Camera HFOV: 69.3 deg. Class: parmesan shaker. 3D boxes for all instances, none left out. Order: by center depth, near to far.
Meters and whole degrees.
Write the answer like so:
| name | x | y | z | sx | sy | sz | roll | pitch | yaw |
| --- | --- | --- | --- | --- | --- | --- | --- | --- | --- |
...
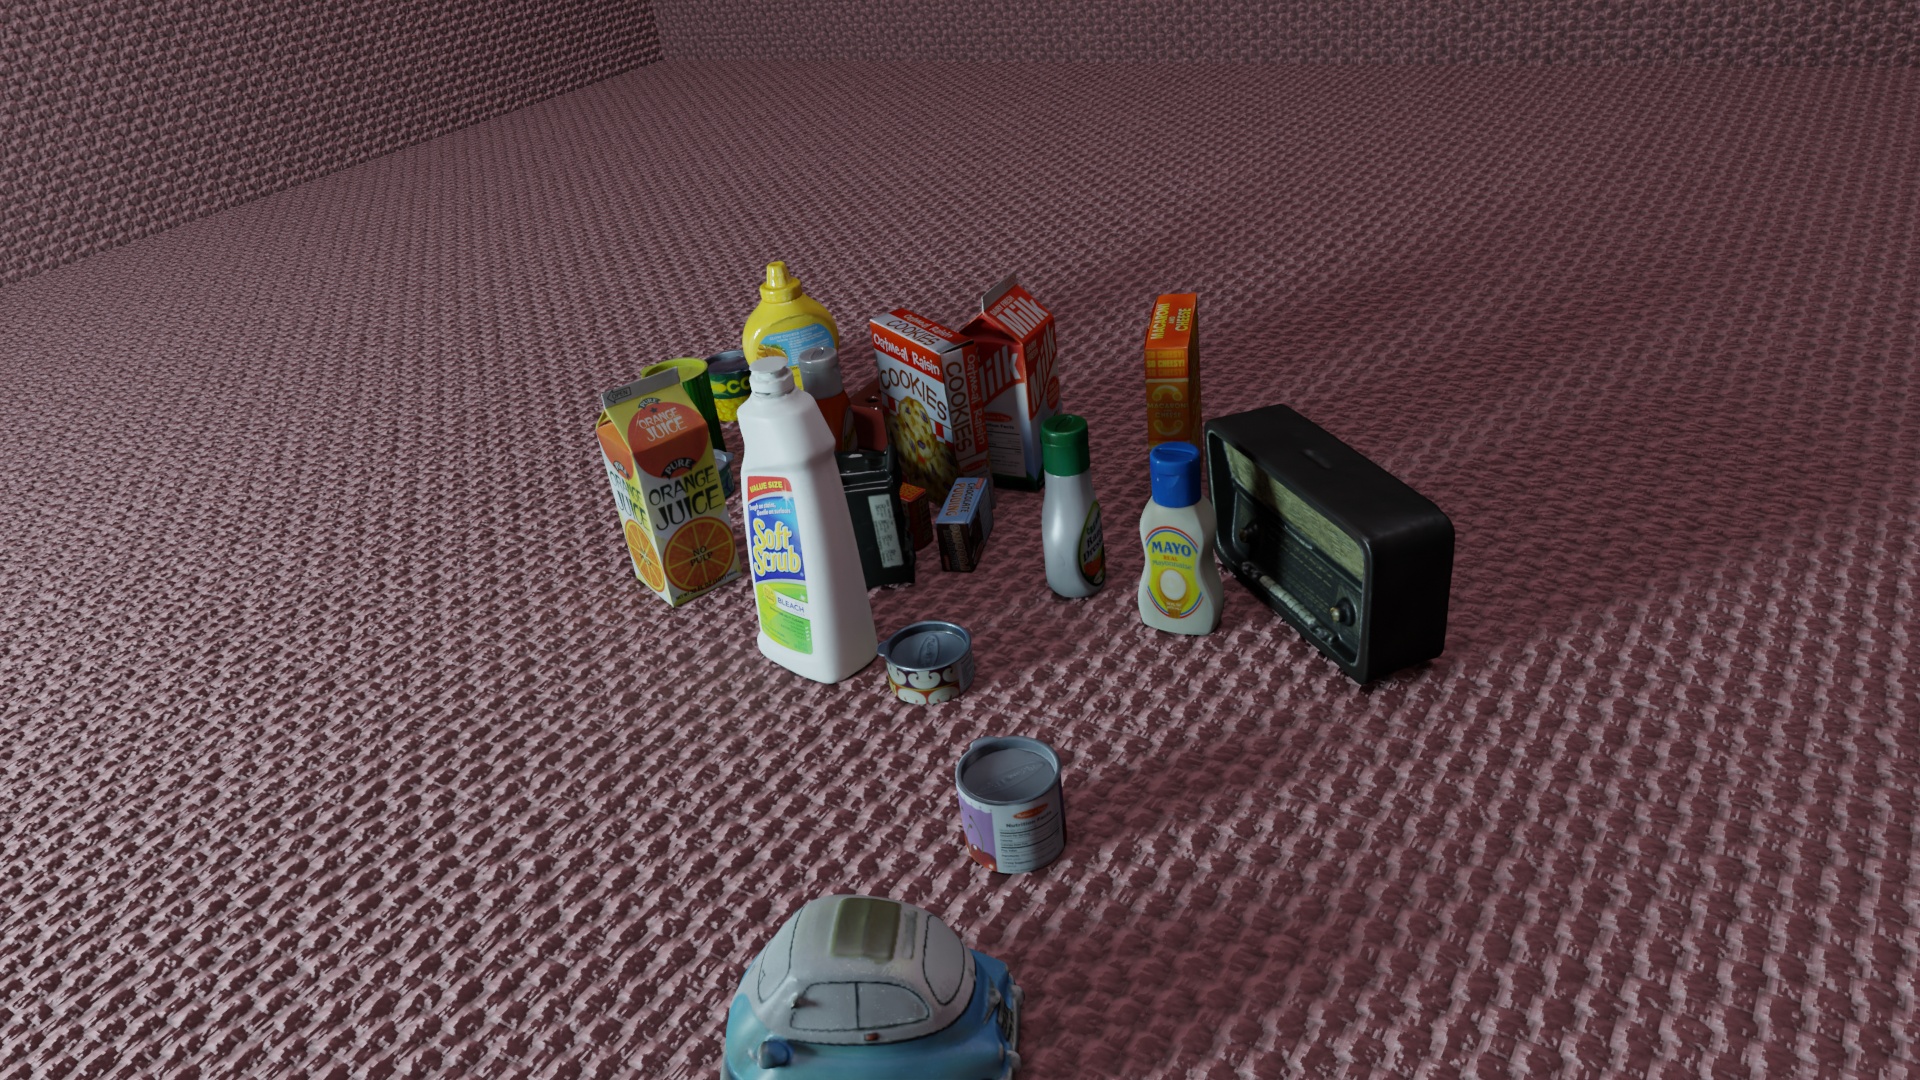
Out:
| name | x | y | z | sx | sy | sz | roll | pitch | yaw |
| --- | --- | --- | --- | --- | --- | --- | --- | --- | --- |
| parmesan shaker | -0.281 | -0.126 | 1.407 | 0.071 | 0.102 | 0.071 | -6 | 30 | 4 |

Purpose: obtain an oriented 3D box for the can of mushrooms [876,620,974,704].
| name | x | y | z | sx | sy | sz | roll | pitch | yaw |
| --- | --- | --- | --- | --- | --- | --- | --- | --- | --- |
| can of mushrooms | -0.025 | 0.091 | 1.041 | 0.071 | 0.033 | 0.071 | -6 | 30 | 3 |

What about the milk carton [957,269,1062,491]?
| name | x | y | z | sx | sy | sz | roll | pitch | yaw |
| --- | --- | --- | --- | --- | --- | --- | --- | --- | --- |
| milk carton | 0.045 | -0.147 | 1.279 | 0.073 | 0.189 | 0.073 | 8 | 33 | 26 |

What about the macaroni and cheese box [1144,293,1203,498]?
| name | x | y | z | sx | sy | sz | roll | pitch | yaw |
| --- | --- | --- | --- | --- | --- | --- | --- | --- | --- |
| macaroni and cheese box | 0.187 | -0.116 | 1.216 | 0.040 | 0.165 | 0.124 | 0 | 31 | 14 |

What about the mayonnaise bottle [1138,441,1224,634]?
| name | x | y | z | sx | sy | sz | roll | pitch | yaw |
| --- | --- | --- | --- | --- | --- | --- | --- | --- | --- |
| mayonnaise bottle | 0.163 | -0.001 | 1.040 | 0.065 | 0.147 | 0.041 | 8 | 33 | 26 |

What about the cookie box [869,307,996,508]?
| name | x | y | z | sx | sy | sz | roll | pitch | yaw |
| --- | --- | --- | --- | --- | --- | --- | --- | --- | --- |
| cookie box | -0.025 | -0.117 | 1.266 | 0.040 | 0.166 | 0.123 | -24 | 33 | -26 |

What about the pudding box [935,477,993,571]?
| name | x | y | z | sx | sy | sz | roll | pitch | yaw |
| --- | --- | --- | --- | --- | --- | --- | --- | --- | --- |
| pudding box | 0.004 | -0.015 | 1.202 | 0.030 | 0.049 | 0.084 | 0 | 31 | 15 |

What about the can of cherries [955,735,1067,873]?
| name | x | y | z | sx | sy | sz | roll | pitch | yaw |
| --- | --- | --- | --- | --- | --- | --- | --- | --- | --- |
| can of cherries | 0.032 | 0.165 | 0.875 | 0.071 | 0.058 | 0.072 | -6 | 30 | 3 |

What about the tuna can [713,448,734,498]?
| name | x | y | z | sx | sy | sz | roll | pitch | yaw |
| --- | --- | --- | --- | --- | --- | --- | --- | --- | --- |
| tuna can | -0.253 | -0.061 | 1.360 | 0.071 | 0.032 | 0.071 | -6 | 30 | 3 |

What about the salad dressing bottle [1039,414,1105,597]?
| name | x | y | z | sx | sy | sz | roll | pitch | yaw |
| --- | --- | --- | --- | --- | --- | --- | --- | --- | --- |
| salad dressing bottle | 0.088 | -0.027 | 1.104 | 0.044 | 0.147 | 0.064 | 8 | 33 | 27 |

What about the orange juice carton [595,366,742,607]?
| name | x | y | z | sx | sy | sz | roll | pitch | yaw |
| --- | --- | --- | --- | --- | --- | --- | --- | --- | --- |
| orange juice carton | -0.250 | -0.049 | 1.178 | 0.072 | 0.191 | 0.073 | -26 | 34 | -29 |

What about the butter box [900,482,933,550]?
| name | x | y | z | sx | sy | sz | roll | pitch | yaw |
| --- | --- | --- | --- | --- | --- | --- | --- | --- | --- |
| butter box | -0.070 | -0.031 | 1.243 | 0.103 | 0.053 | 0.024 | 20 | 40 | 39 |

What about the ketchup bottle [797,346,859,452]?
| name | x | y | z | sx | sy | sz | roll | pitch | yaw |
| --- | --- | --- | --- | --- | --- | --- | --- | --- | --- |
| ketchup bottle | -0.121 | -0.105 | 1.288 | 0.043 | 0.148 | 0.065 | 0 | 30 | 13 |

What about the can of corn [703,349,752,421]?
| name | x | y | z | sx | sy | sz | roll | pitch | yaw |
| --- | --- | --- | --- | --- | --- | --- | --- | --- | --- |
| can of corn | -0.245 | -0.169 | 1.520 | 0.071 | 0.058 | 0.071 | -6 | 30 | 3 |
